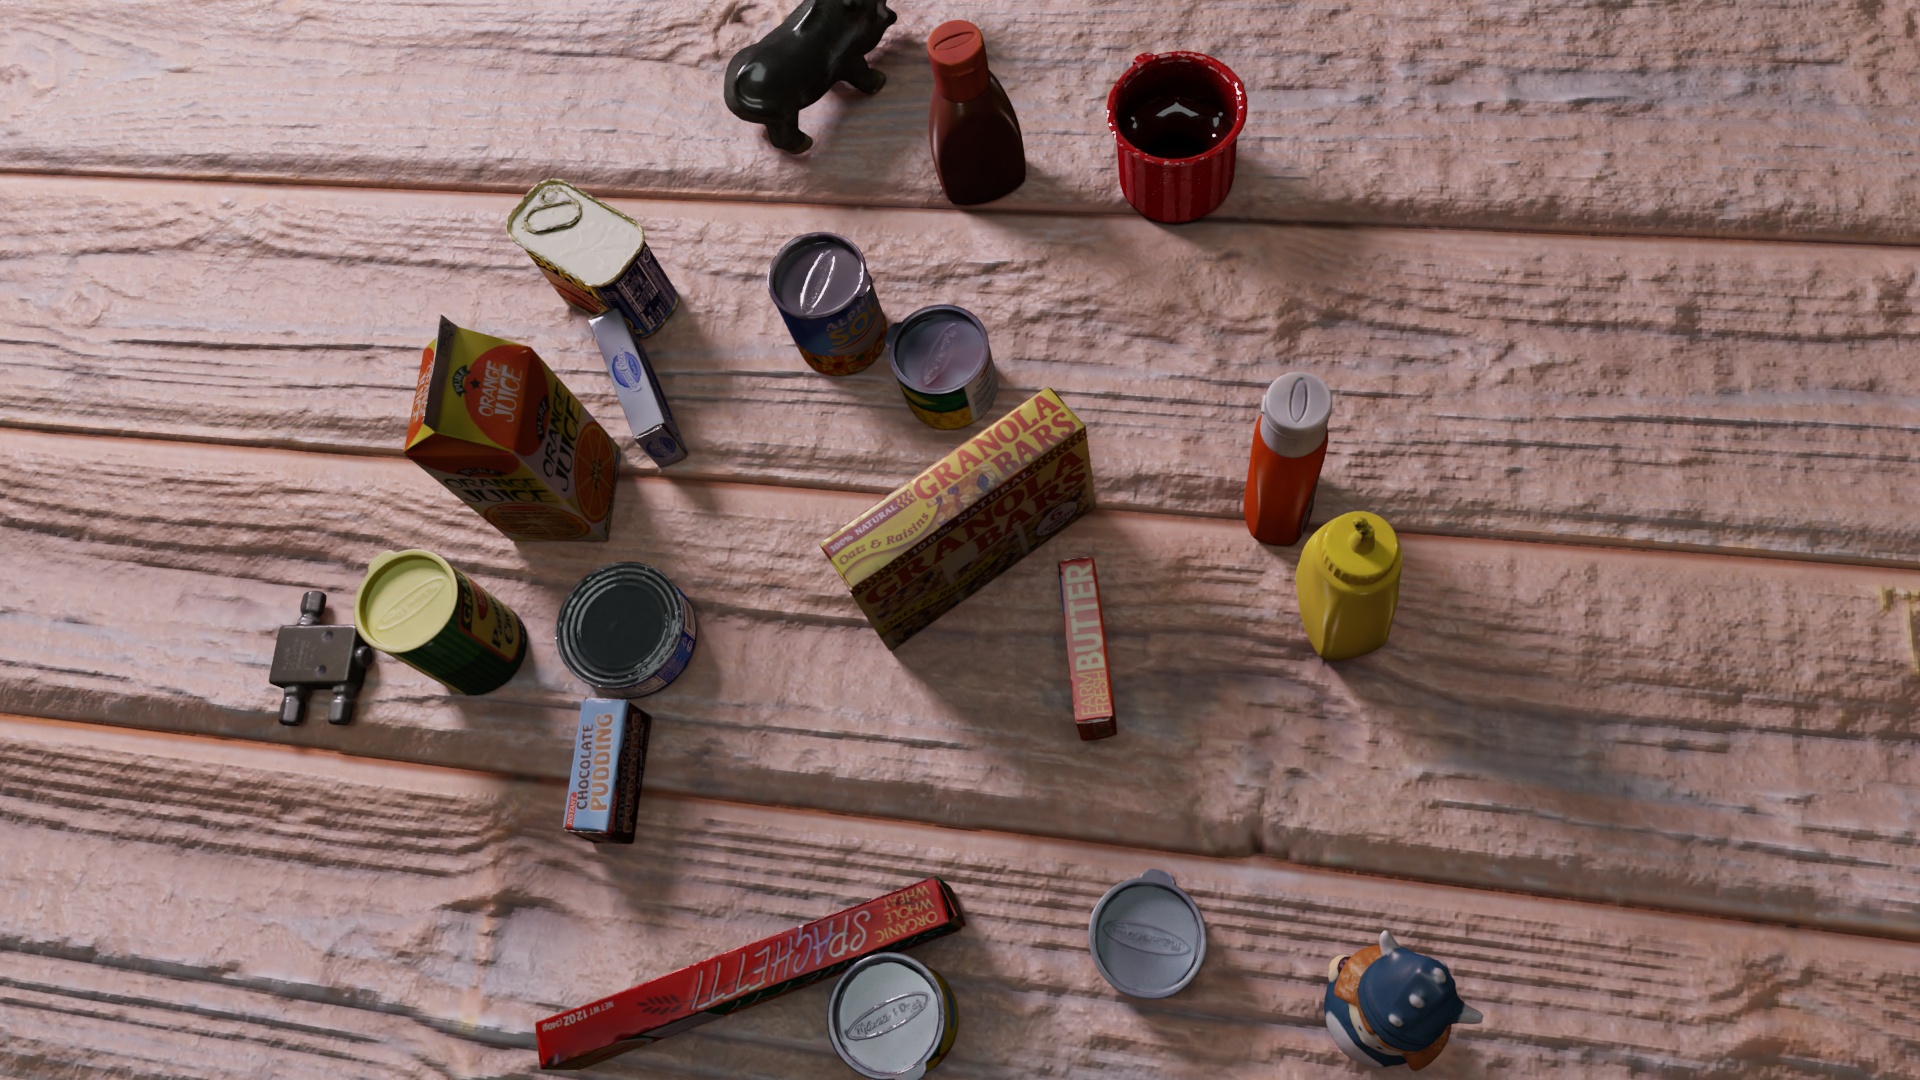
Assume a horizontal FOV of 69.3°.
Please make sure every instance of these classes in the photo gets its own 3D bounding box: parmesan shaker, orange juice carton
[{"bbox_3d":[-0.330,0.052,0.887,0.071,0.102,0.071,-3,69,7],"label":"parmesan shaker"},{"bbox_3d":[-0.287,-0.065,0.879,0.073,0.192,0.072,-1,69,8],"label":"orange juice carton"}]

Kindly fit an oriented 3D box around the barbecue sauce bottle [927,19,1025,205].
[{"bbox_3d":[0.007,-0.290,0.948,0.065,0.148,0.044,-19,68,1],"label":"barbecue sauce bottle"}]

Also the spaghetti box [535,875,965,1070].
[{"bbox_3d":[-0.119,0.252,0.806,0.250,0.050,0.029,-20,68,0],"label":"spaghetti box"}]

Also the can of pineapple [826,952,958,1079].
[{"bbox_3d":[-0.037,0.270,0.782,0.071,0.057,0.071,-3,69,7],"label":"can of pineapple"}]

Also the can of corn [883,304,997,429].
[{"bbox_3d":[-0.013,-0.116,0.931,0.071,0.058,0.071,-3,69,7],"label":"can of corn"}]

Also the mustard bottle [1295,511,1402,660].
[{"bbox_3d":[0.222,0.020,0.787,0.049,0.159,0.065,-14,68,3],"label":"mustard bottle"}]

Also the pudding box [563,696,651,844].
[{"bbox_3d":[-0.219,0.143,0.864,0.030,0.049,0.084,0,69,9],"label":"pudding box"}]

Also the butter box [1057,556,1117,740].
[{"bbox_3d":[0.078,0.066,0.848,0.024,0.053,0.104,-7,68,6],"label":"butter box"}]

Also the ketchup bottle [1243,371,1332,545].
[{"bbox_3d":[0.194,-0.050,0.825,0.043,0.148,0.065,7,70,11],"label":"ketchup bottle"}]

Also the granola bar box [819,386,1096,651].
[{"bbox_3d":[0.003,-0.011,0.851,0.166,0.124,0.039,-35,68,-6],"label":"granola bar box"}]

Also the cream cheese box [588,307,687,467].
[{"bbox_3d":[-0.222,-0.105,0.960,0.024,0.053,0.104,-26,67,-2],"label":"cream cheese box"}]

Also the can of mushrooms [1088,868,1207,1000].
[{"bbox_3d":[0.107,0.225,0.792,0.071,0.033,0.071,-3,68,7],"label":"can of mushrooms"}]

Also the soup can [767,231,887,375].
[{"bbox_3d":[-0.086,-0.158,0.944,0.071,0.083,0.071,-3,69,7],"label":"soup can"}]
